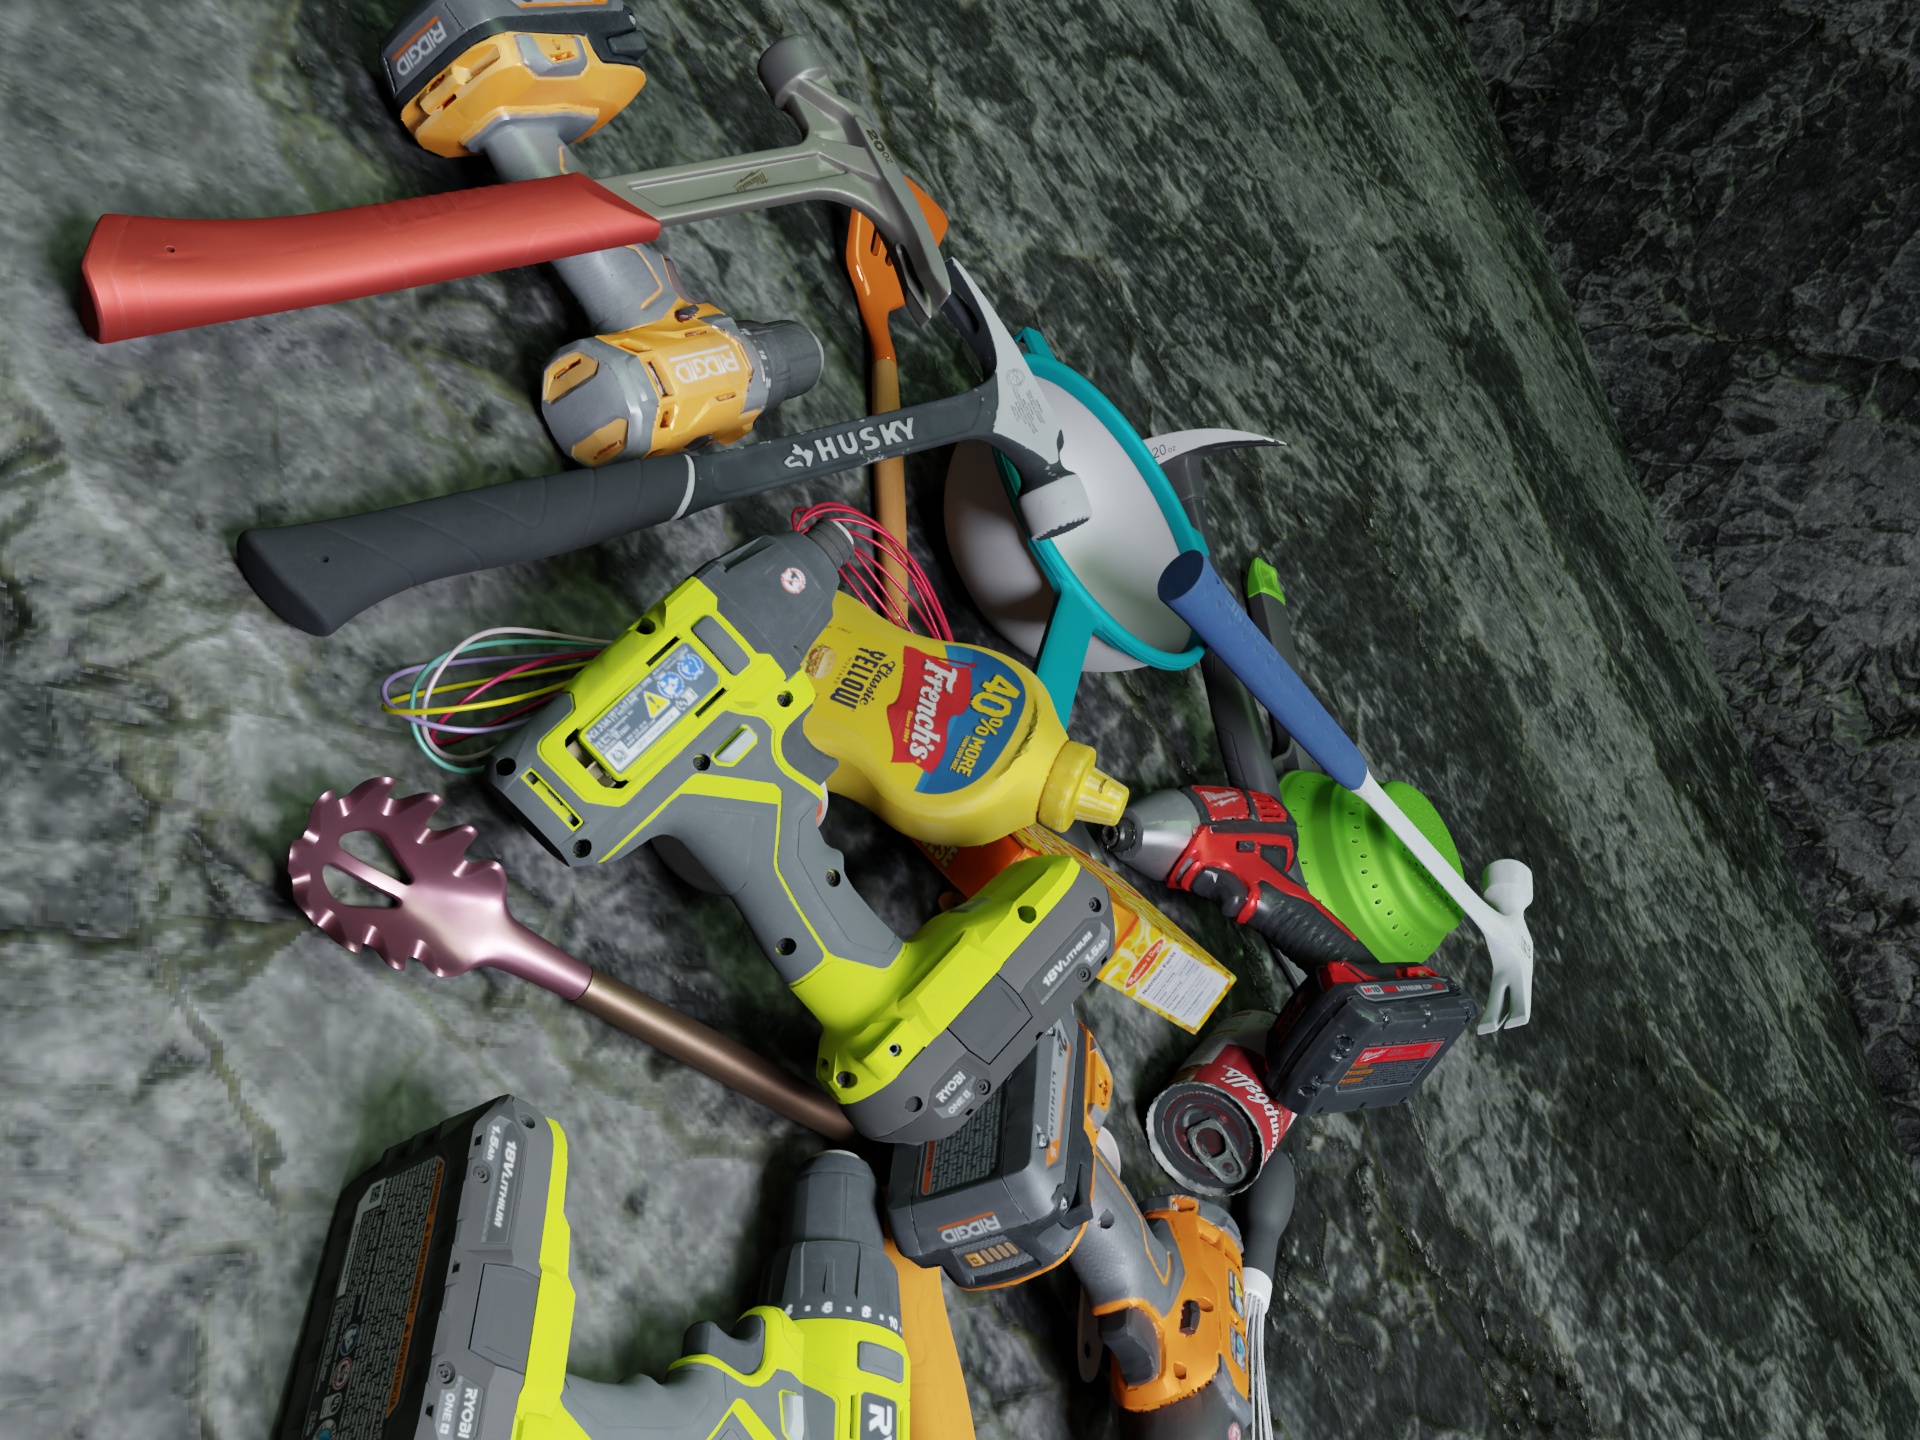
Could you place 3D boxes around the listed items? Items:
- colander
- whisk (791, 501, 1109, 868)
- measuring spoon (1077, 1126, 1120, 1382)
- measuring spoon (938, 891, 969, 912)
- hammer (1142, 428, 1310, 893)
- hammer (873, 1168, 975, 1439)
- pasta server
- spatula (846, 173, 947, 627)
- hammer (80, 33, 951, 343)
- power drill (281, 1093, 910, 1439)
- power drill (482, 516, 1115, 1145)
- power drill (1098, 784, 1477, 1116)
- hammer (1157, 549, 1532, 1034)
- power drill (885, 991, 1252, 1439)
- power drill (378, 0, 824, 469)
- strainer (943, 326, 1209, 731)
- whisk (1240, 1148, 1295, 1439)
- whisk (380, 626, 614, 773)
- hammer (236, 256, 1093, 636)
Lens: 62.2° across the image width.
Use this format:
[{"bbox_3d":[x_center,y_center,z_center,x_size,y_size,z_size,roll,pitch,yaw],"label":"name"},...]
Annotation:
[{"bbox_3d":[0.284,0.036,1.163,0.204,0.094,0.397,23,51,-43],"label":"colander"},{"bbox_3d":[-0.001,-0.003,0.858,0.295,0.073,0.073,50,36,-29],"label":"whisk"},{"bbox_3d":[0.062,0.266,0.799,0.034,0.018,0.124,36,49,-41],"label":"measuring spoon"},{"bbox_3d":[0.029,0.118,0.857,0.116,0.011,0.021,30,46,-33],"label":"measuring spoon"},{"bbox_3d":[0.180,-0.034,1.060,0.035,0.146,0.335,-3,78,-55],"label":"hammer"},{"bbox_3d":[-0.003,0.351,0.637,0.127,0.034,0.337,13,58,-49],"label":"hammer"},{"bbox_3d":[-0.125,0.116,0.628,0.316,0.040,0.060,38,64,-32],"label":"pasta server"},{"bbox_3d":[-0.039,-0.198,0.951,0.081,0.041,0.323,26,50,-42],"label":"spatula"},{"bbox_3d":[-0.173,-0.202,0.667,0.359,0.036,0.149,-24,83,-34],"label":"hammer"},{"bbox_3d":[-0.104,0.220,0.559,0.228,0.080,0.191,36,38,-36],"label":"power drill"},{"bbox_3d":[-0.051,0.041,0.634,0.171,0.080,0.223,-45,99,-18],"label":"power drill"},{"bbox_3d":[0.179,0.120,0.928,0.143,0.078,0.220,5,34,-38],"label":"power drill"},{"bbox_3d":[0.256,0.045,1.004,0.405,0.035,0.144,44,41,-27],"label":"hammer"},{"bbox_3d":[0.060,0.244,0.699,0.226,0.084,0.164,54,25,-28],"label":"power drill"},{"bbox_3d":[-0.162,-0.242,0.788,0.185,0.084,0.226,-34,100,-55],"label":"power drill"},{"bbox_3d":[0.043,-0.069,0.913,0.210,0.095,0.341,47,35,-21],"label":"strainer"},{"bbox_3d":[0.146,0.323,0.832,0.070,0.070,0.285,54,31,-13],"label":"whisk"},{"bbox_3d":[-0.148,-0.024,0.692,0.245,0.047,0.051,-22,83,-59],"label":"whisk"},{"bbox_3d":[-0.110,-0.113,0.707,0.409,0.036,0.149,-21,89,-38],"label":"hammer"}]
